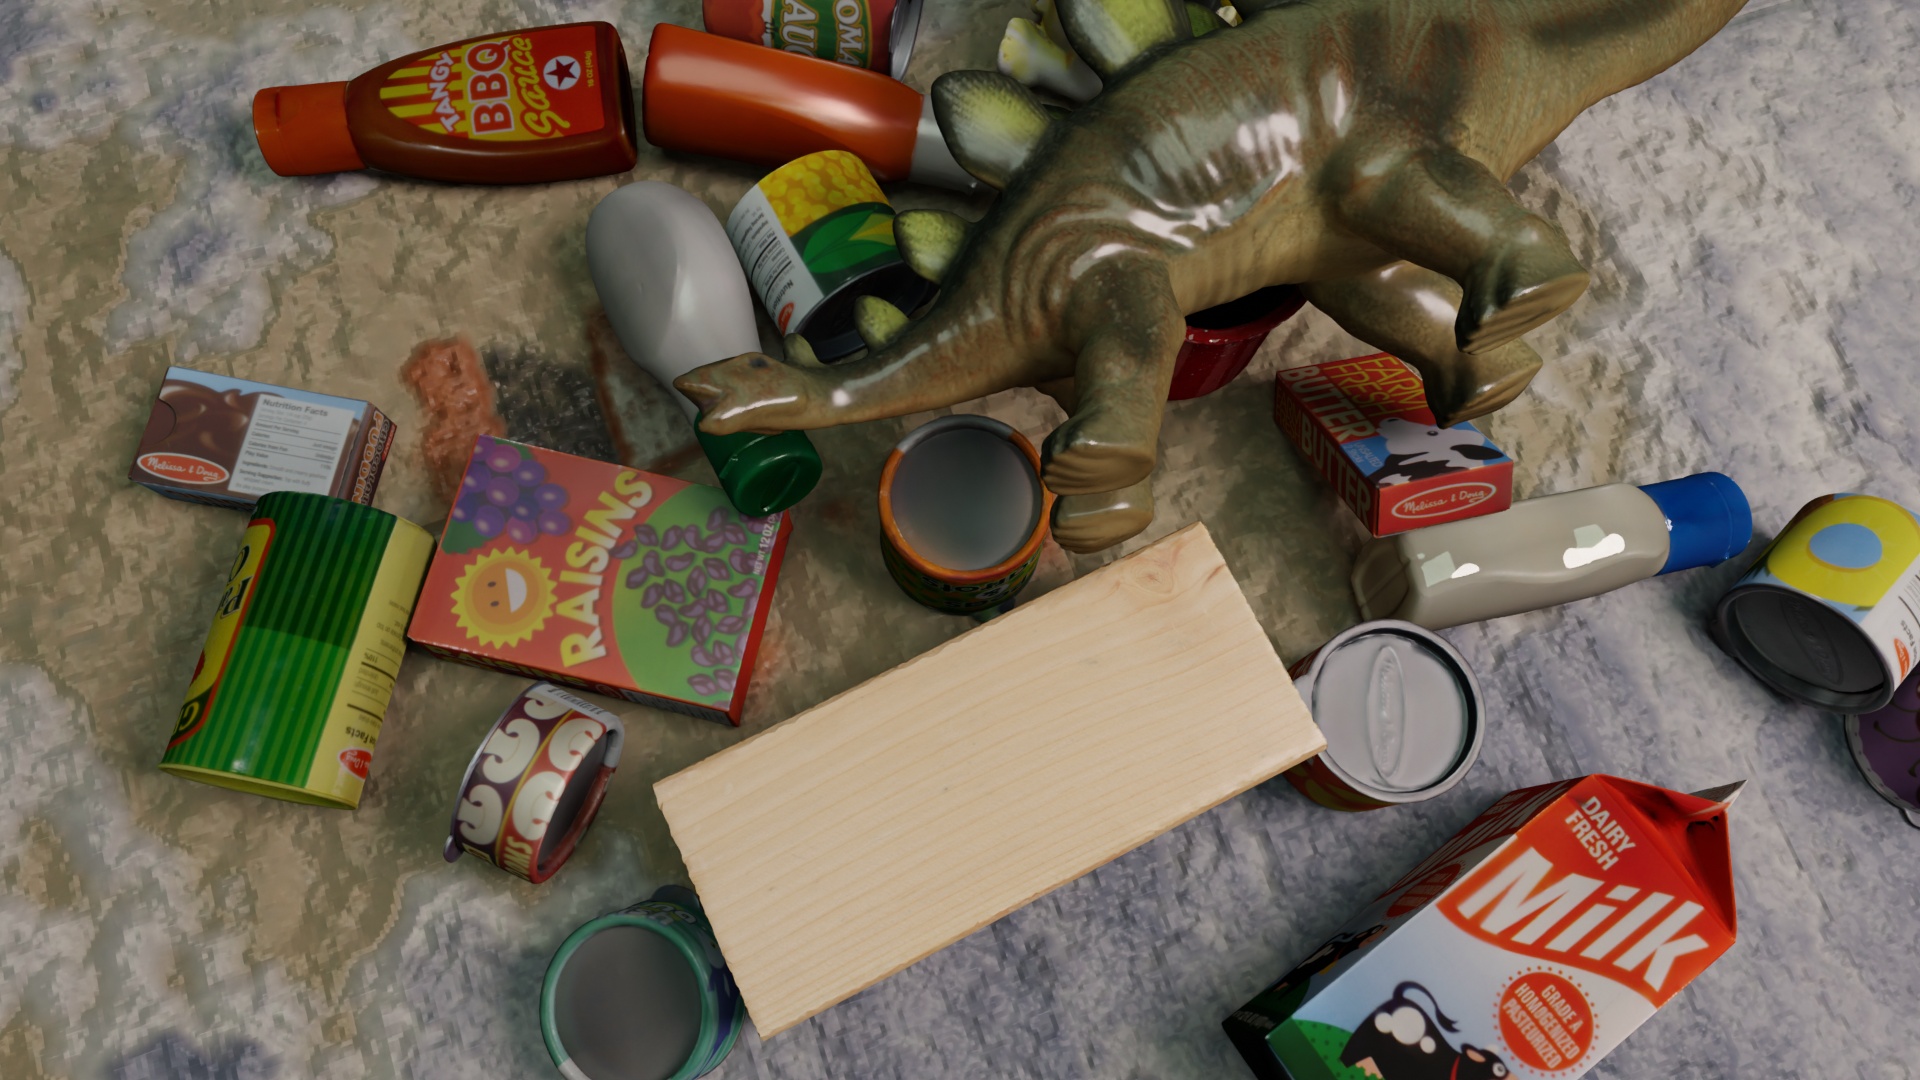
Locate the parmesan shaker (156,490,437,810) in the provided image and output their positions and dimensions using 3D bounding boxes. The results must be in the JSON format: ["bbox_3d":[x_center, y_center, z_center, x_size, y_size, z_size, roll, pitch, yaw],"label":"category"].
[{"bbox_3d":[-0.240,0.041,0.510,0.071,0.071,0.103,10,70,1],"label":"parmesan shaker"}]

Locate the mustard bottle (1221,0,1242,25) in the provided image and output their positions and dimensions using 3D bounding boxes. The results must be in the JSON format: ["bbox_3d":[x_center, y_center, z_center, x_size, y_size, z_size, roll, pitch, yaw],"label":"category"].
[{"bbox_3d":[0.137,-0.245,0.602,0.065,0.049,0.160,-23,98,16],"label":"mustard bottle"}]

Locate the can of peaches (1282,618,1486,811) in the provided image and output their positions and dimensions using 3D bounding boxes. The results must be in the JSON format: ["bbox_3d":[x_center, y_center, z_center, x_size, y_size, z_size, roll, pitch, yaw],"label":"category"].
[{"bbox_3d":[0.151,0.067,0.522,0.071,0.058,0.071,0,75,-2],"label":"can of peaches"}]

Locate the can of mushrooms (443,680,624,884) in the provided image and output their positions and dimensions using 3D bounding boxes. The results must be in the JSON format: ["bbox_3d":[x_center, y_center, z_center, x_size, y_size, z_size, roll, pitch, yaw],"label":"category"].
[{"bbox_3d":[-0.152,0.089,0.499,0.033,0.071,0.071,24,75,3],"label":"can of mushrooms"}]

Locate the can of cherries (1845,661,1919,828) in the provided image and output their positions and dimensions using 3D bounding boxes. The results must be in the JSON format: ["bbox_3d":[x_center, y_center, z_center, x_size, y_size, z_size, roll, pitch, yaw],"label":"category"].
[{"bbox_3d":[0.389,0.073,0.529,0.071,0.058,0.071,1,74,-2],"label":"can of cherries"}]

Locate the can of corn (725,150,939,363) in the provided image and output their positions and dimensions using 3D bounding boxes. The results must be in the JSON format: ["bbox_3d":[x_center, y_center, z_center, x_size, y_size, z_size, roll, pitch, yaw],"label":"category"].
[{"bbox_3d":[-0.051,-0.115,0.563,0.071,0.071,0.058,-29,77,-10],"label":"can of corn"}]

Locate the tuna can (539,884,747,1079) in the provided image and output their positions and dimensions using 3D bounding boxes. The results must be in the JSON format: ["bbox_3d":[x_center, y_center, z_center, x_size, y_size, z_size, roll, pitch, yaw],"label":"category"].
[{"bbox_3d":[-0.111,0.159,0.489,0.071,0.033,0.071,-2,82,13],"label":"tuna can"}]

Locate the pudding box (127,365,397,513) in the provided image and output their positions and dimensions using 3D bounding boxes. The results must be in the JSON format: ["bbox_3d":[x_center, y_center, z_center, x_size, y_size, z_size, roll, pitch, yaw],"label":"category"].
[{"bbox_3d":[-0.274,-0.036,0.549,0.084,0.030,0.050,10,75,1],"label":"pudding box"}]

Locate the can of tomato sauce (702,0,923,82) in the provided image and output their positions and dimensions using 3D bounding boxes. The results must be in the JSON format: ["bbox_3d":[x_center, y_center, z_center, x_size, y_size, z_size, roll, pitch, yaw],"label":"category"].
[{"bbox_3d":[-0.062,-0.235,0.595,0.083,0.071,0.071,13,74,2],"label":"can of tomato sauce"}]

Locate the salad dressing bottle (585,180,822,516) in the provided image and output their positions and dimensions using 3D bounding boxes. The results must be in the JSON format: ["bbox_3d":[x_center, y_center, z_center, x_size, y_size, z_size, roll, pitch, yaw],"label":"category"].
[{"bbox_3d":[-0.100,-0.076,0.540,0.044,0.064,0.148,-2,52,-44],"label":"salad dressing bottle"}]

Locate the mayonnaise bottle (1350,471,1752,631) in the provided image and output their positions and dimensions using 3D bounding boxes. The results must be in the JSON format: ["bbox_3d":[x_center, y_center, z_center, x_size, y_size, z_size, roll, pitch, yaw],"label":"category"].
[{"bbox_3d":[0.232,0.003,0.543,0.148,0.064,0.041,-11,70,-10],"label":"mayonnaise bottle"}]

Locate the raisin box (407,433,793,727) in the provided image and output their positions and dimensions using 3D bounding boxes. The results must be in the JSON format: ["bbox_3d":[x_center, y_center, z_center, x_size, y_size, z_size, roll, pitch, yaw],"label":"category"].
[{"bbox_3d":[-0.136,0.015,0.536,0.123,0.040,0.086,13,74,0],"label":"raisin box"}]

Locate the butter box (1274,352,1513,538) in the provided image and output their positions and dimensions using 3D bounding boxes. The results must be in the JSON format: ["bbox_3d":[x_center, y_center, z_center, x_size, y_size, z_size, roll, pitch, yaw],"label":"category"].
[{"bbox_3d":[0.164,-0.040,0.539,0.053,0.024,0.104,-11,32,-5],"label":"butter box"}]

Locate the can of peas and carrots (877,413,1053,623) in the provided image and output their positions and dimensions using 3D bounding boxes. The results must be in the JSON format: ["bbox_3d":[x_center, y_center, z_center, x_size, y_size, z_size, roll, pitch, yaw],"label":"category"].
[{"bbox_3d":[0.002,-0.007,0.537,0.071,0.058,0.071,0,74,-1],"label":"can of peas and carrots"}]

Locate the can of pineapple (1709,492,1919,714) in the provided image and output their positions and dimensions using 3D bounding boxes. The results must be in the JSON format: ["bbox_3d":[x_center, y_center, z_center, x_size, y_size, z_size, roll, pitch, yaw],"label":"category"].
[{"bbox_3d":[0.339,0.023,0.537,0.058,0.070,0.071,-42,80,-16],"label":"can of pineapple"}]

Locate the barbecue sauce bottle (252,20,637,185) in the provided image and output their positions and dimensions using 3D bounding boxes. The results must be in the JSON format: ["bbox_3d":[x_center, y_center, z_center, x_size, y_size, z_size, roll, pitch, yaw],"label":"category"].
[{"bbox_3d":[-0.215,-0.179,0.585,0.149,0.043,0.065,-7,76,-4],"label":"barbecue sauce bottle"}]

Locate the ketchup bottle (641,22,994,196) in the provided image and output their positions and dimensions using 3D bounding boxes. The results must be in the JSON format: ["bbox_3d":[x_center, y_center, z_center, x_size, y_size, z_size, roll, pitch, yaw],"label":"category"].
[{"bbox_3d":[-0.056,-0.176,0.583,0.149,0.064,0.043,9,82,-9],"label":"ketchup bottle"}]

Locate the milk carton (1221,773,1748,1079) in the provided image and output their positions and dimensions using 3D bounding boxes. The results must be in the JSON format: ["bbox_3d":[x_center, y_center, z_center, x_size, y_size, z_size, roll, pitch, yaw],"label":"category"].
[{"bbox_3d":[0.194,0.146,0.494,0.191,0.072,0.073,-34,78,-11],"label":"milk carton"}]
